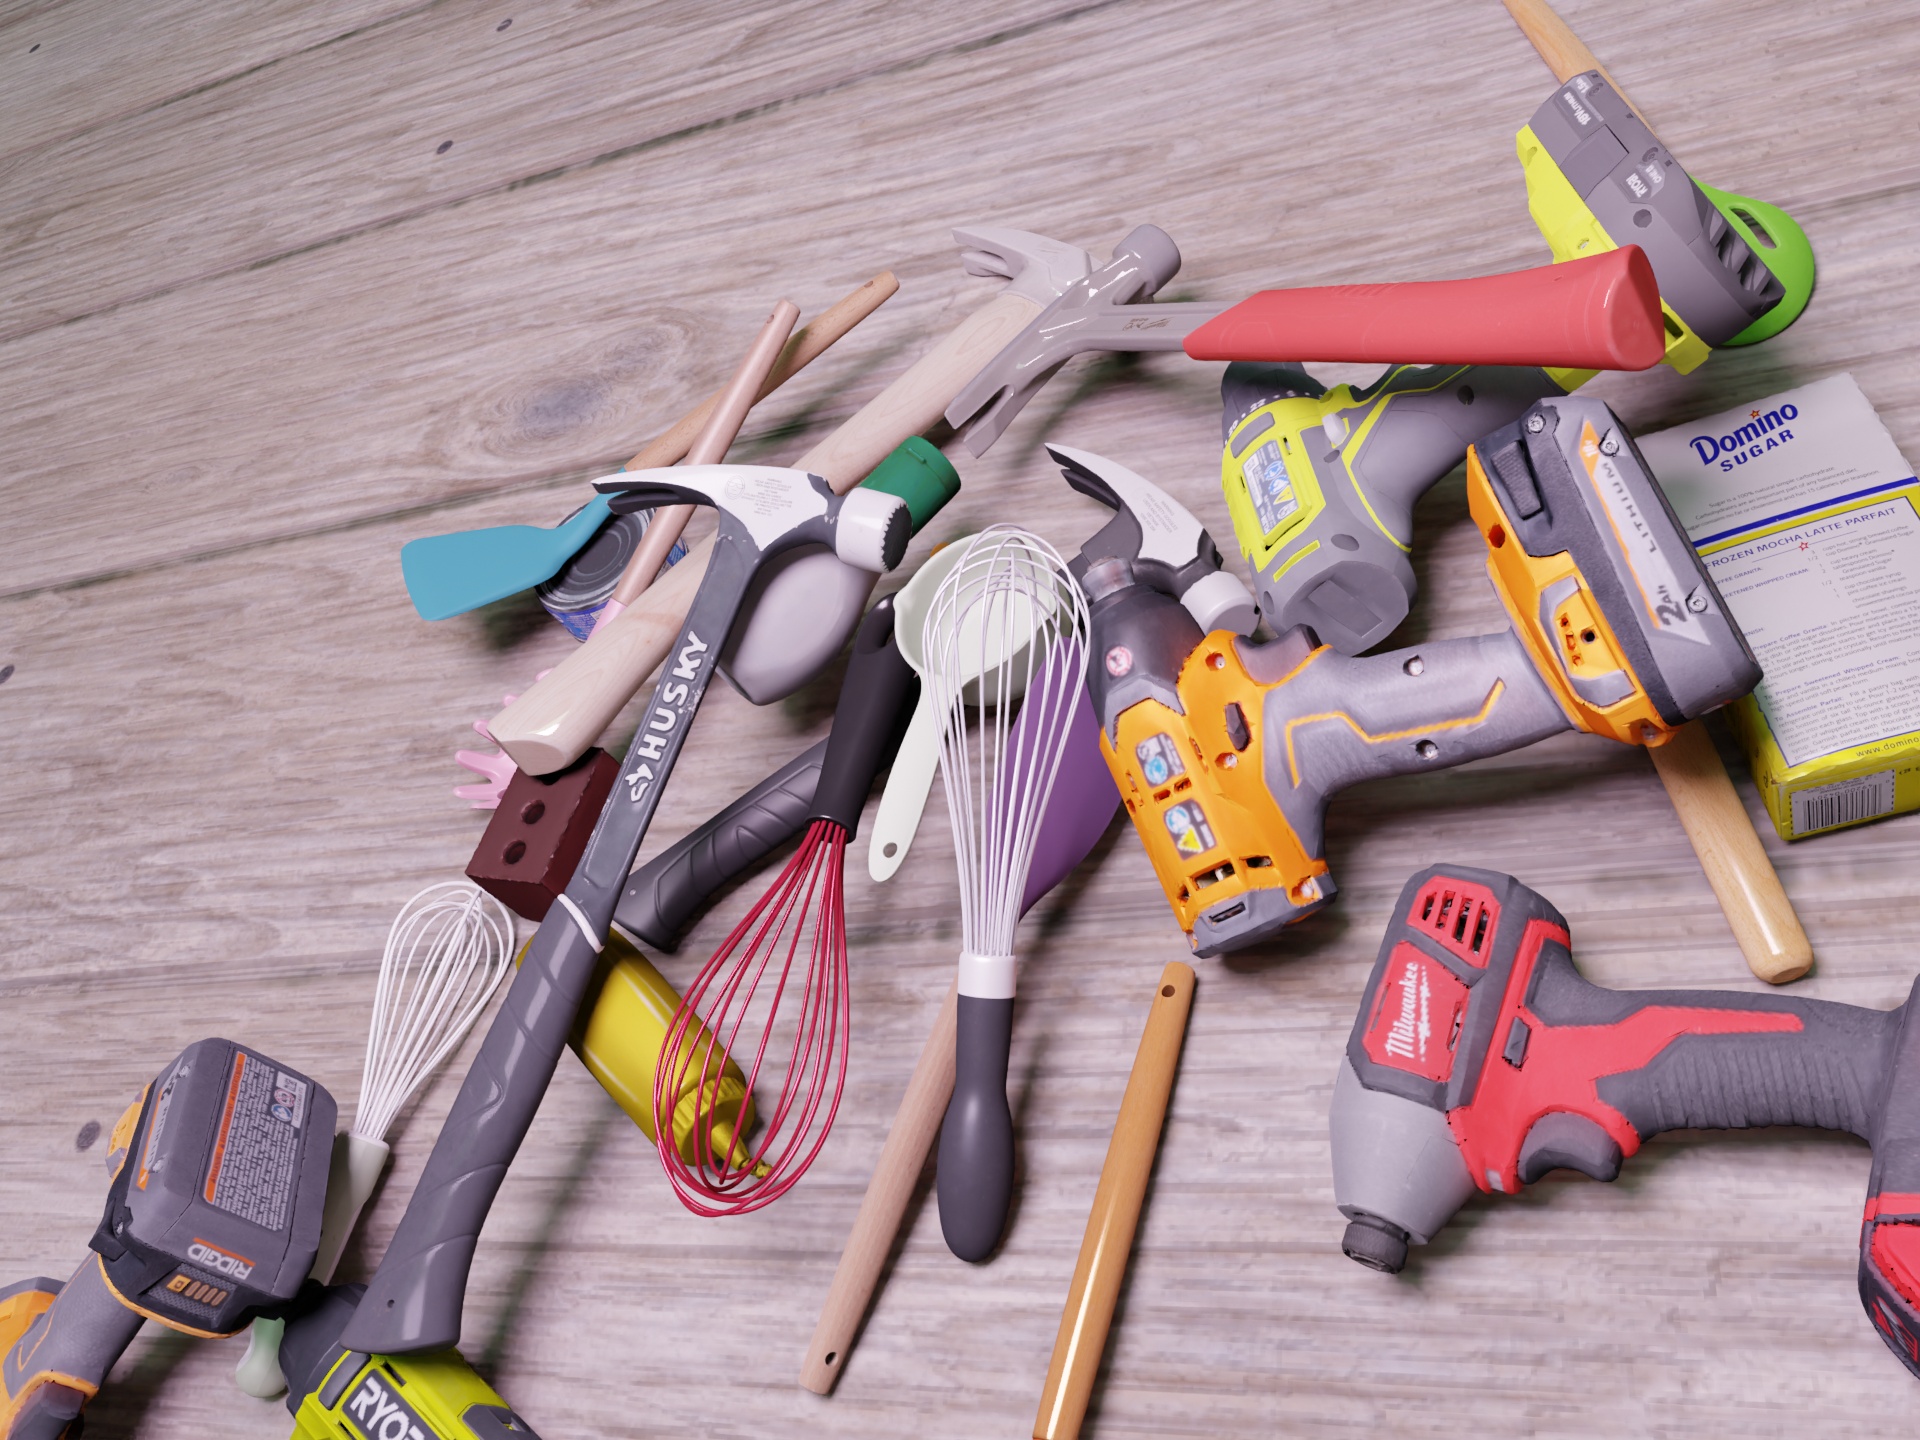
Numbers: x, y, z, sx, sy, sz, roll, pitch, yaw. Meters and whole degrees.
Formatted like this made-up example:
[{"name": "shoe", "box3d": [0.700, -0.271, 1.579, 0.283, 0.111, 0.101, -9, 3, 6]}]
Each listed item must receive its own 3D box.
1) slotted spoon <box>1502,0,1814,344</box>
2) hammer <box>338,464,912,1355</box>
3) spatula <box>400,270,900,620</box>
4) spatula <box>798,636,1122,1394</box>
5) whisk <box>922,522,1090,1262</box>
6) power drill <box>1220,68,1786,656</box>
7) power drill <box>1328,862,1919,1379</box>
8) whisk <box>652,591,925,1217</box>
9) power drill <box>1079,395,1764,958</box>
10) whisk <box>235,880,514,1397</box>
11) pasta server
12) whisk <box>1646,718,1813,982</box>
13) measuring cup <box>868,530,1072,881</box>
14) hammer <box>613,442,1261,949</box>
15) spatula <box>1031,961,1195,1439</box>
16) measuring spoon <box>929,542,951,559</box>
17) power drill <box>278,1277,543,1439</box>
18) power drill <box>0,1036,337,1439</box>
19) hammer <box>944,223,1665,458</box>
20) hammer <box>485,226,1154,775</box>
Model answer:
[{"name": "slotted spoon", "box3d": [0.326, -0.295, 0.789, 0.070, 0.031, 0.314, -22, 49, 13]}, {"name": "hammer", "box3d": [-0.159, 0.065, 0.678, 0.149, 0.036, 0.409, 15, 72, 17]}, {"name": "spatula", "box3d": [-0.167, -0.157, 0.882, 0.317, 0.044, 0.082, -37, 45, 2]}, {"name": "spatula", "box3d": [0.004, 0.115, 0.644, 0.018, 0.059, 0.316, -8, 56, 65]}, {"name": "whisk", "box3d": [0.013, 0.066, 0.615, 0.070, 0.070, 0.284, 3, 89, 29]}, {"name": "power drill", "box3d": [0.205, -0.155, 0.680, 0.228, 0.080, 0.191, -41, 34, 30]}, {"name": "power drill", "box3d": [0.229, 0.132, 0.509, 0.220, 0.078, 0.143, 9, 61, 35]}, {"name": "whisk", "box3d": [-0.061, 0.063, 0.669, 0.073, 0.073, 0.296, -2, 54, 26]}, {"name": "power drill", "box3d": [0.151, -0.027, 0.593, 0.226, 0.084, 0.164, -30, 77, 27]}, {"name": "whisk", "box3d": [-0.276, 0.190, 0.749, 0.058, 0.059, 0.246, -27, 41, 59]}, {"name": "pasta server", "box3d": [-0.172, -0.089, 0.849, 0.060, 0.040, 0.316, 28, 88, 44]}, {"name": "whisk", "box3d": [0.265, -0.011, 0.615, 0.047, 0.051, 0.245, -29, 52, 26]}, {"name": "measuring cup", "box3d": [-0.001, -0.002, 0.686, 0.083, 0.038, 0.168, 6, 66, 32]}, {"name": "hammer", "box3d": [-0.033, -0.001, 0.749, 0.335, 0.035, 0.146, -35, 49, 5]}, {"name": "spatula", "box3d": [0.042, 0.235, 0.567, 0.081, 0.041, 0.323, 3, 55, 28]}, {"name": "measuring spoon", "box3d": [0.007, -0.051, 0.794, 0.021, 0.011, 0.117, -32, 46, 8]}, {"name": "power drill", "box3d": [-0.275, 0.343, 0.621, 0.171, 0.080, 0.223, 23, 67, 37]}, {"name": "power drill", "box3d": [-0.363, 0.268, 0.664, 0.226, 0.084, 0.186, -47, 29, 10]}, {"name": "hammer", "box3d": [0.128, -0.159, 0.663, 0.149, 0.036, 0.359, -46, 29, -12]}, {"name": "hammer", "box3d": [-0.085, -0.125, 0.838, 0.410, 0.038, 0.146, -43, 47, -17]}]
